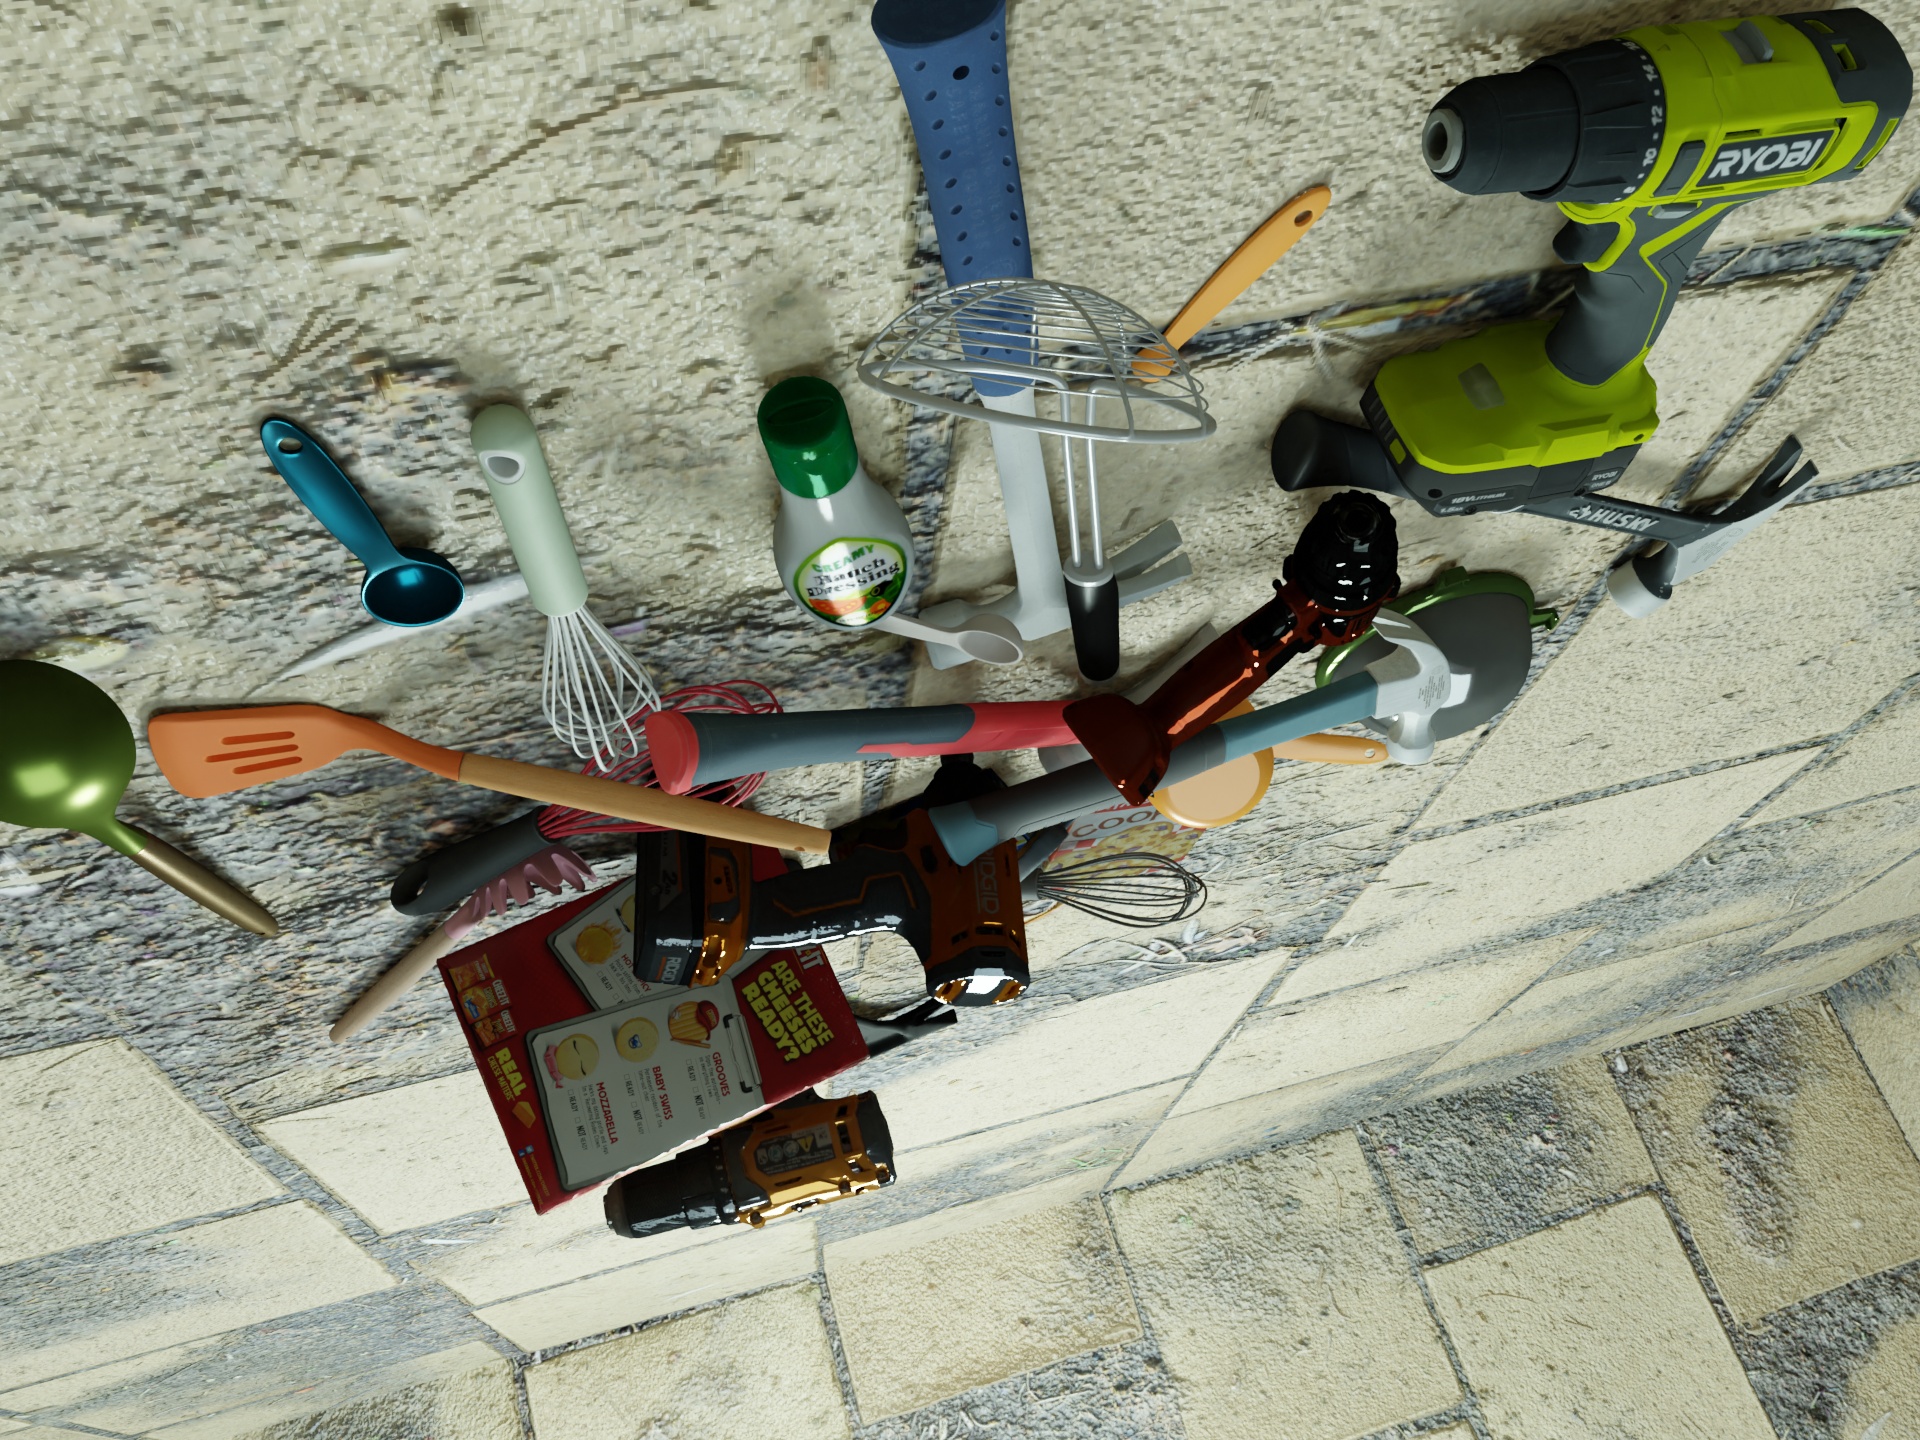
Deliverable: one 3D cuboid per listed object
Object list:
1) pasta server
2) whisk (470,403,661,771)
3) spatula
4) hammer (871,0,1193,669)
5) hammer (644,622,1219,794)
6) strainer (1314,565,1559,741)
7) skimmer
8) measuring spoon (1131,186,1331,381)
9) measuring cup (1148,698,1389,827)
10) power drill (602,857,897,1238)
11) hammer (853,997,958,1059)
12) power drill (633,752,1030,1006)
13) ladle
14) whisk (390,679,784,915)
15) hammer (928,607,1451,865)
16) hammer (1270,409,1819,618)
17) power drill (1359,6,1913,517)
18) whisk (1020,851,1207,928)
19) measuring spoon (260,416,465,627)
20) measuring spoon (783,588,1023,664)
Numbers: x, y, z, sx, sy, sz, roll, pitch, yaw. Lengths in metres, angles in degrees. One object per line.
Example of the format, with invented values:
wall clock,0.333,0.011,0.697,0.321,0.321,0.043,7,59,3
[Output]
pasta server,-0.333,0.151,1.019,0.316,0.040,0.060,-37,166,37
whisk,-0.176,-0.052,0.709,0.058,0.059,0.246,1,148,1
spatula,-0.224,0.036,0.787,0.322,0.041,0.081,12,148,-7
hammer,0.026,-0.140,0.671,0.144,0.035,0.405,-17,154,0
hammer,-0.001,-0.003,0.845,0.143,0.038,0.386,-38,159,33
strainer,0.278,-0.001,1.068,0.151,0.069,0.256,12,140,-46
skimmer,0.044,-0.068,0.680,0.127,0.090,0.363,13,160,12
measuring spoon,0.114,-0.181,0.673,0.021,0.011,0.117,6,146,-40
measuring cup,0.197,0.027,1.019,0.173,0.052,0.095,3,117,-5
power drill,-0.156,0.221,1.051,0.185,0.226,0.084,-14,154,-8
hammer,-0.128,0.238,1.326,0.127,0.034,0.336,-26,153,18
power drill,-0.074,0.082,0.940,0.226,0.164,0.084,5,149,-16
ladle,-0.402,0.056,0.795,0.078,0.062,0.320,-6,160,-5
whisk,-0.213,0.051,0.875,0.296,0.073,0.073,-25,154,26
hammer,0.140,0.019,0.937,0.331,0.033,0.128,-18,135,-11
hammer,0.325,-0.127,0.889,0.408,0.036,0.149,3,146,-36
power drill,0.257,-0.190,0.676,0.190,0.080,0.228,-11,151,-14
whisk,0.054,0.117,1.112,0.239,0.055,0.055,-1,160,20
measuring spoon,-0.243,-0.083,0.643,0.042,0.021,0.128,-19,145,2
measuring spoon,-0.027,-0.053,0.777,0.124,0.018,0.034,15,159,11
